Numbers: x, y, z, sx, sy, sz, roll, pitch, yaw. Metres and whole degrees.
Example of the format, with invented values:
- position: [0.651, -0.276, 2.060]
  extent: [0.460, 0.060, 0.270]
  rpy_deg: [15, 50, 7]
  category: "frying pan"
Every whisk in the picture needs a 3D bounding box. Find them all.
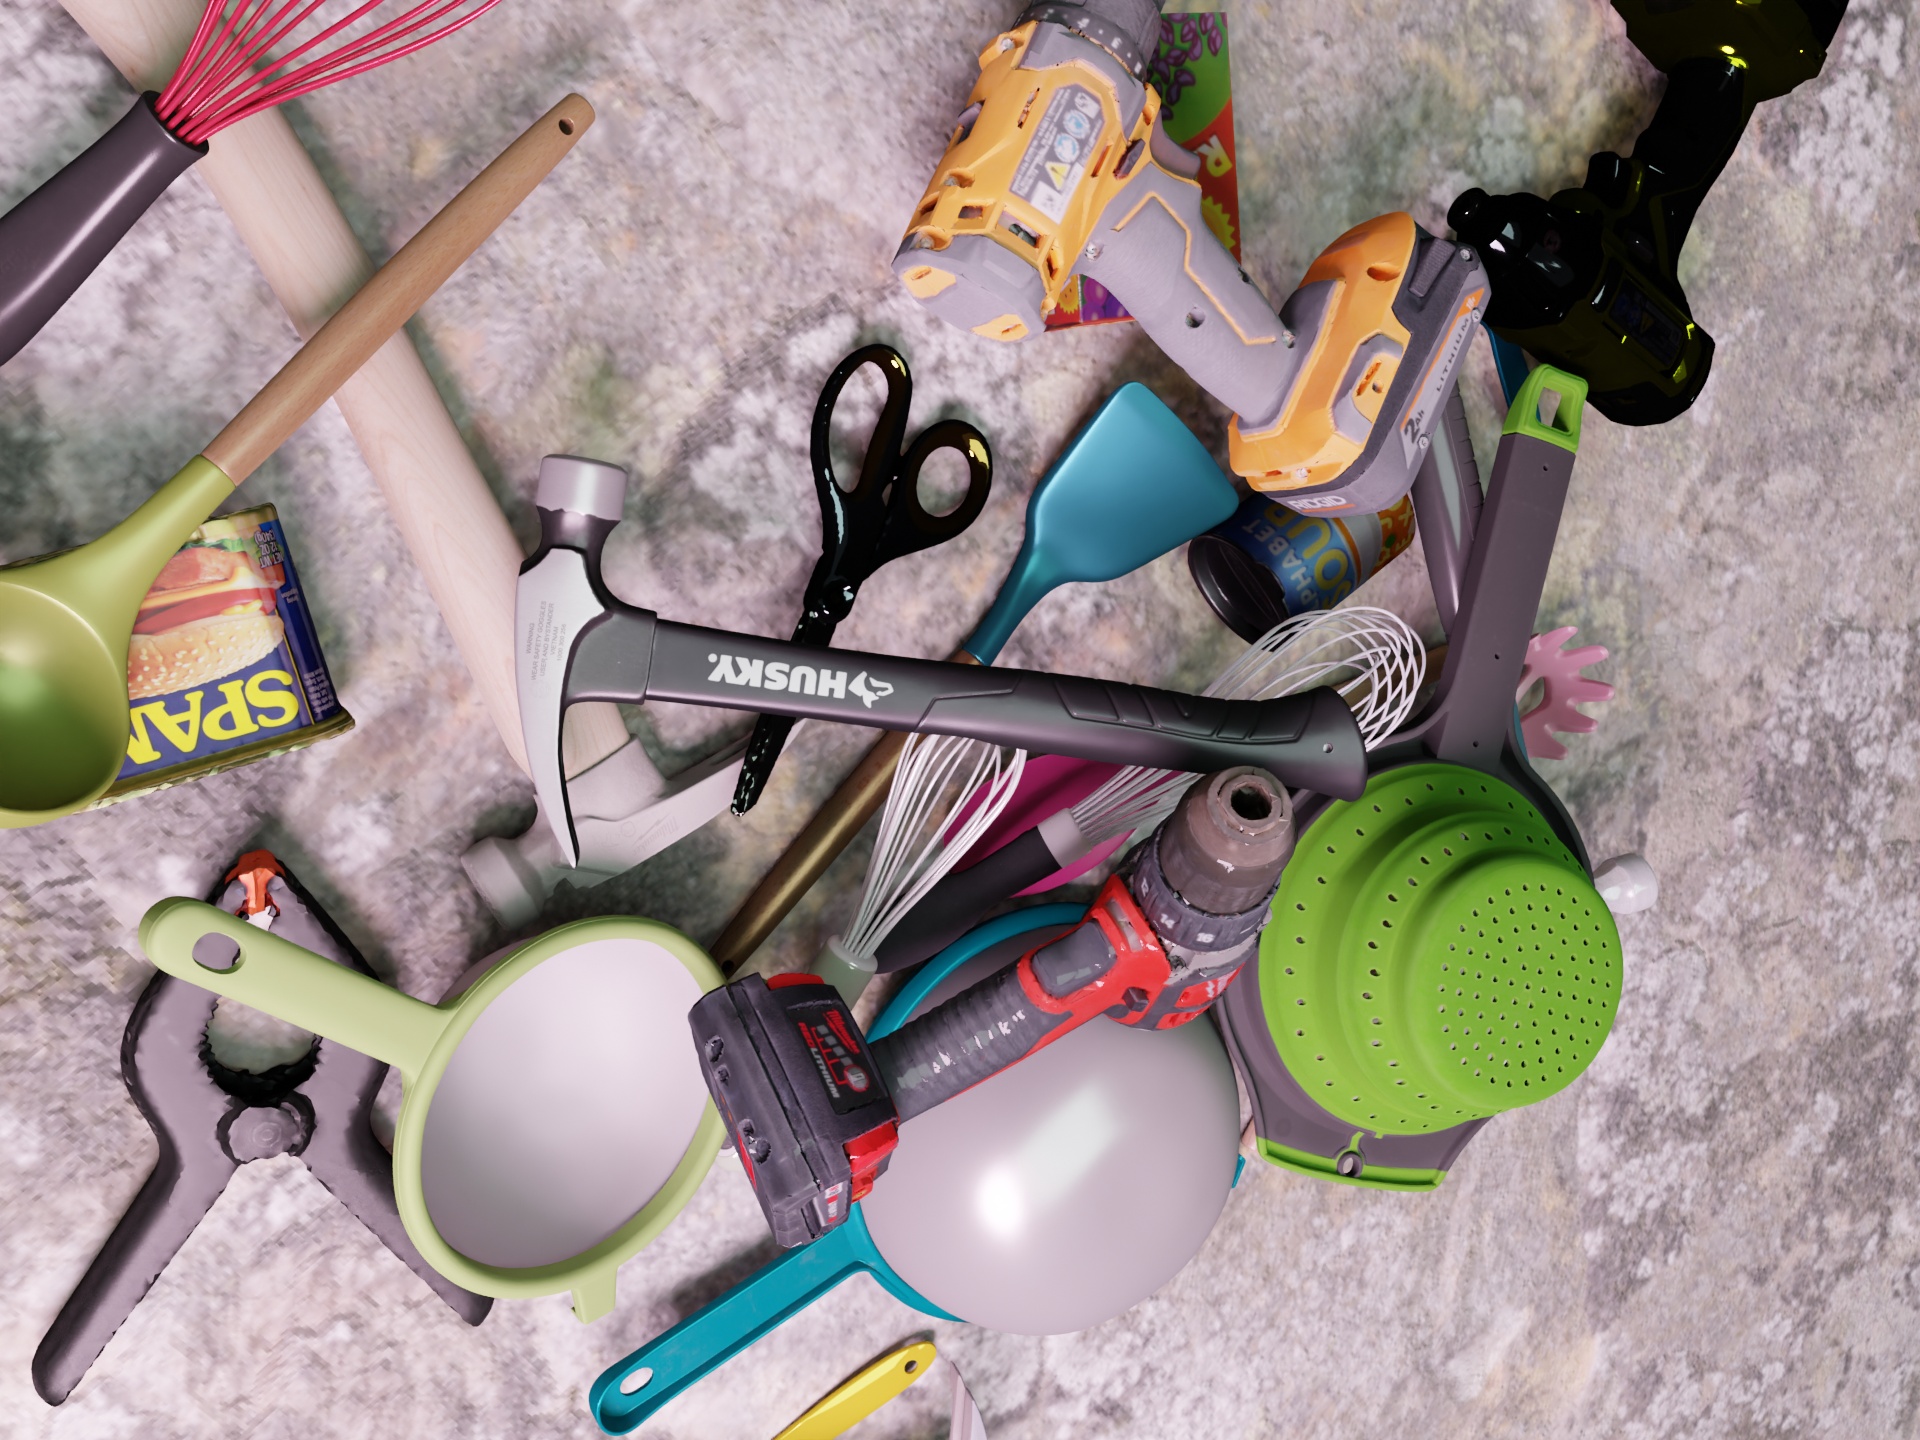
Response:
- position: [0.073, 0.034, 0.696]
  extent: [0.284, 0.070, 0.070]
  rpy_deg: [-31, 113, 6]
  category: "whisk"
- position: [-0.041, 0.092, 0.673]
  extent: [0.059, 0.058, 0.246]
  rpy_deg: [17, 109, -50]
  category: "whisk"
- position: [-0.226, -0.195, 0.486]
  extent: [0.296, 0.073, 0.073]
  rpy_deg: [-34, 116, 15]
  category: "whisk"

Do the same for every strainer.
- position: [-0.193, 0.117, 0.588]
  extent: [0.256, 0.069, 0.151]
  rpy_deg: [40, 72, -43]
  category: "strainer"
- position: [0.002, 0.224, 0.701]
  extent: [0.340, 0.095, 0.210]
  rpy_deg: [-28, 113, -22]
  category: "strainer"

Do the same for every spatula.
- position: [-0.007, -0.006, 0.689]
  extent: [0.082, 0.044, 0.317]
  rpy_deg: [43, 82, -27]
  category: "spatula"

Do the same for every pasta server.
- position: [0.236, 0.089, 0.827]
  extent: [0.060, 0.040, 0.316]
  rpy_deg: [33, 87, -12]
  category: "pasta server"

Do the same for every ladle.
- position: [-0.218, -0.100, 0.514]
  extent: [0.320, 0.062, 0.078]
  rpy_deg: [-54, 125, -20]
  category: "ladle"

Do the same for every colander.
- position: [0.245, 0.030, 0.716]
  extent: [0.204, 0.094, 0.397]
  rpy_deg: [15, 89, -19]
  category: "colander"

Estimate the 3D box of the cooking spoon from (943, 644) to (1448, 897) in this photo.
- position: [0.133, 0.012, 0.773]
  extent: [0.319, 0.017, 0.068]
  rpy_deg: [-20, 116, -20]
  category: "cooking spoon"

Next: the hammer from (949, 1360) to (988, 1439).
- position: [-0.173, 0.358, 0.663]
  extent: [0.386, 0.038, 0.143]
  rpy_deg: [2, 100, -19]
  category: "hammer"

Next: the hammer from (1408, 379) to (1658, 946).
- position: [0.254, -0.046, 0.784]
  extent: [0.128, 0.033, 0.331]
  rpy_deg: [-16, 98, -12]
  category: "hammer"

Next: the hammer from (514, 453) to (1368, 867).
- position: [-0.001, -0.002, 0.609]
  extent: [0.334, 0.035, 0.146]
  rpy_deg: [8, 91, -12]
  category: "hammer"

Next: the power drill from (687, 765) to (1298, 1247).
- position: [0.019, 0.099, 0.592]
  extent: [0.226, 0.187, 0.080]
  rpy_deg: [-23, 68, -16]
  category: "power drill"

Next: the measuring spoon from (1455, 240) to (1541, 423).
- position: [0.266, -0.186, 0.800]
  extent: [0.042, 0.021, 0.128]
  rpy_deg: [-46, 125, -21]
  category: "measuring spoon"

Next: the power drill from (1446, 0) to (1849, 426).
- position: [0.324, -0.277, 0.762]
  extent: [0.171, 0.080, 0.223]
  rpy_deg: [25, 87, -32]
  category: "power drill"

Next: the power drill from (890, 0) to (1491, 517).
- position: [0.103, -0.204, 0.638]
  extent: [0.226, 0.084, 0.185]
  rpy_deg: [27, 82, -22]
  category: "power drill"

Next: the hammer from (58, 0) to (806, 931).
- position: [-0.202, -0.126, 0.577]
  extent: [0.146, 0.038, 0.410]
  rpy_deg: [-32, 112, -18]
  category: "hammer"

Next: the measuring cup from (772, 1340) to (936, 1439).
- position: [-0.073, 0.342, 0.735]
  extent: [0.156, 0.029, 0.062]
  rpy_deg: [-32, 112, -14]
  category: "measuring cup"
